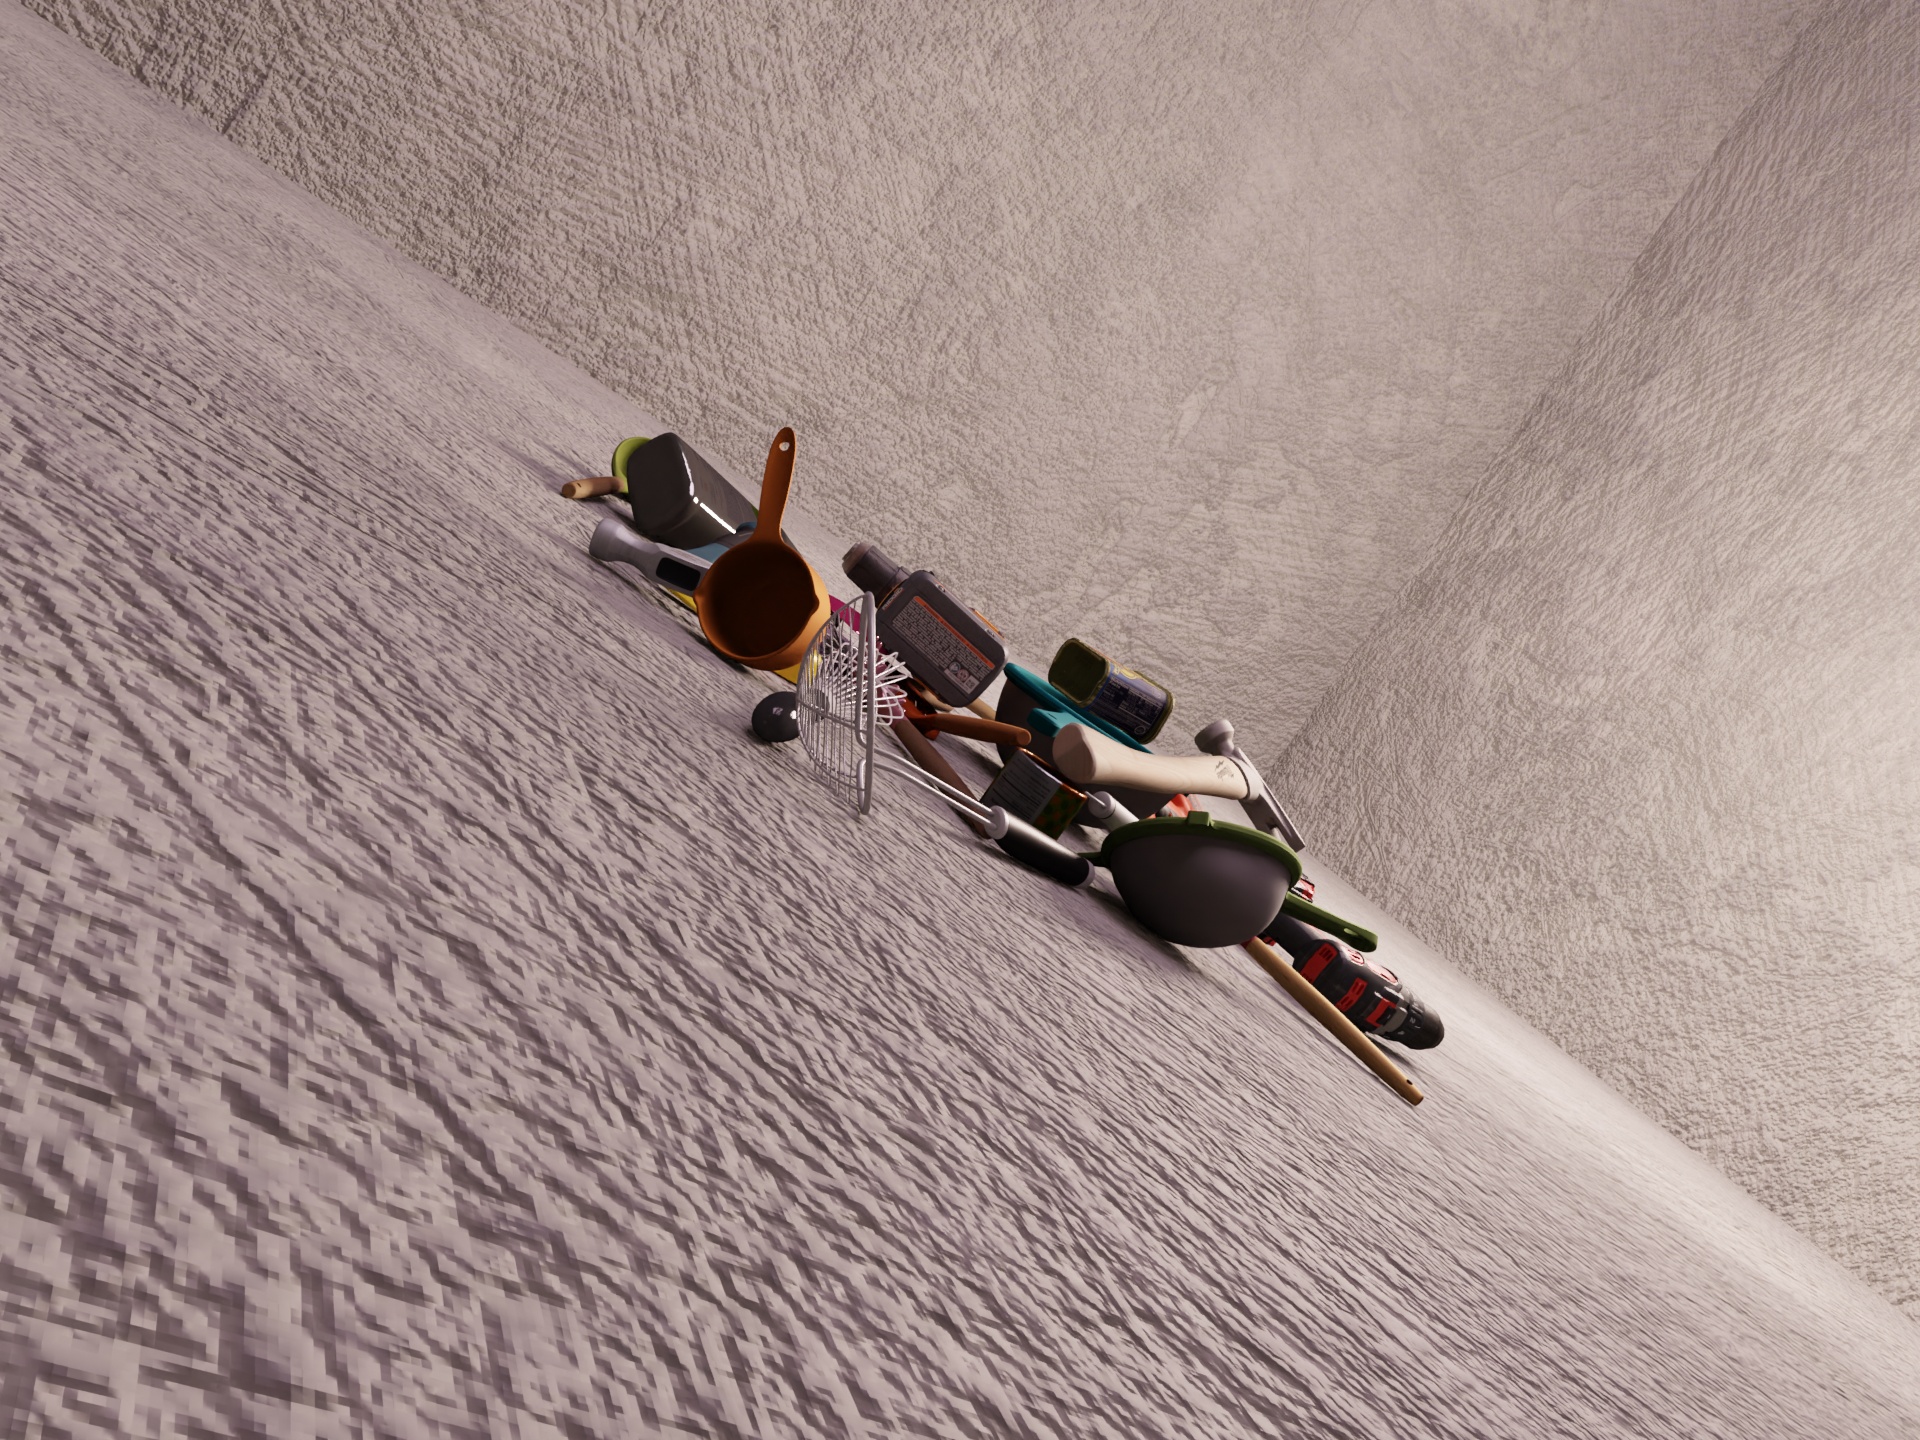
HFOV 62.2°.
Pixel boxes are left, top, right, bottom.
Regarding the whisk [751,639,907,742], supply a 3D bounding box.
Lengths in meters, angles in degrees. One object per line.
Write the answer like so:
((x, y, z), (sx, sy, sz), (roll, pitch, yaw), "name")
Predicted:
((-0.086, -0.013, 1.050), (0.070, 0.070, 0.284), (35, 11, 4), "whisk")

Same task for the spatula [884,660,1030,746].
((-0.002, -0.004, 1.309), (0.081, 0.041, 0.323), (47, -11, -16), "spatula")

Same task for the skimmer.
((0.014, 0.038, 1.006), (0.362, 0.090, 0.127), (34, 45, -49), "skimmer")

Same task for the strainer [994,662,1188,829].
((0.089, 0.037, 1.428), (0.211, 0.095, 0.340), (35, 7, 14), "strainer")

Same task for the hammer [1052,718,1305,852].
((0.186, 0.054, 1.347), (0.146, 0.038, 0.410), (59, 22, 19), "hammer")

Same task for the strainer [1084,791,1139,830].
((0.152, 0.103, 1.256), (0.087, 0.050, 0.258), (44, 3, 37), "strainer")

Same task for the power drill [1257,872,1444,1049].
((0.339, 0.216, 1.484), (0.187, 0.080, 0.227), (31, 10, -34), "power drill")

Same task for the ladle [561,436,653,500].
((-0.319, -0.229, 1.490), (0.078, 0.062, 0.320), (46, 7, -7), "ladle")

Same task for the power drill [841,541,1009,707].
((-0.039, -0.098, 1.505), (0.185, 0.084, 0.226), (42, 4, -6), "power drill")

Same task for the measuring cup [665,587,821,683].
((-0.173, -0.080, 1.213), (0.156, 0.029, 0.062), (36, 6, -2), "measuring cup")

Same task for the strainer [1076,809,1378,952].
((0.219, 0.151, 1.203), (0.256, 0.069, 0.151), (25, -29, -25), "strainer")

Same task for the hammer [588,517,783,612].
((-0.193, -0.135, 1.292), (0.128, 0.033, 0.331), (24, 11, -1), "hammer")

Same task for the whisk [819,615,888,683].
((-0.109, -0.060, 1.358), (0.055, 0.055, 0.238), (37, 1, 20), "whisk")

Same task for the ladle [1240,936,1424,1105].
((0.257, 0.202, 1.309), (0.069, 0.031, 0.316), (-3, 38, -47), "ladle")

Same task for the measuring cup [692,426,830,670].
((-0.130, -0.119, 1.130), (0.095, 0.174, 0.052), (5, -13, 16), "measuring cup")

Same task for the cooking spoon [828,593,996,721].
((-0.044, -0.057, 1.605), (0.318, 0.017, 0.069), (34, 11, -51), "cooking spoon")

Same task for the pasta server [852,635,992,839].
((-0.029, 0.013, 1.232), (0.316, 0.040, 0.060), (47, -18, 59), "pasta server")

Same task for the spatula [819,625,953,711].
((-0.075, -0.047, 1.526), (0.315, 0.018, 0.060), (27, 38, -63), "spatula")
